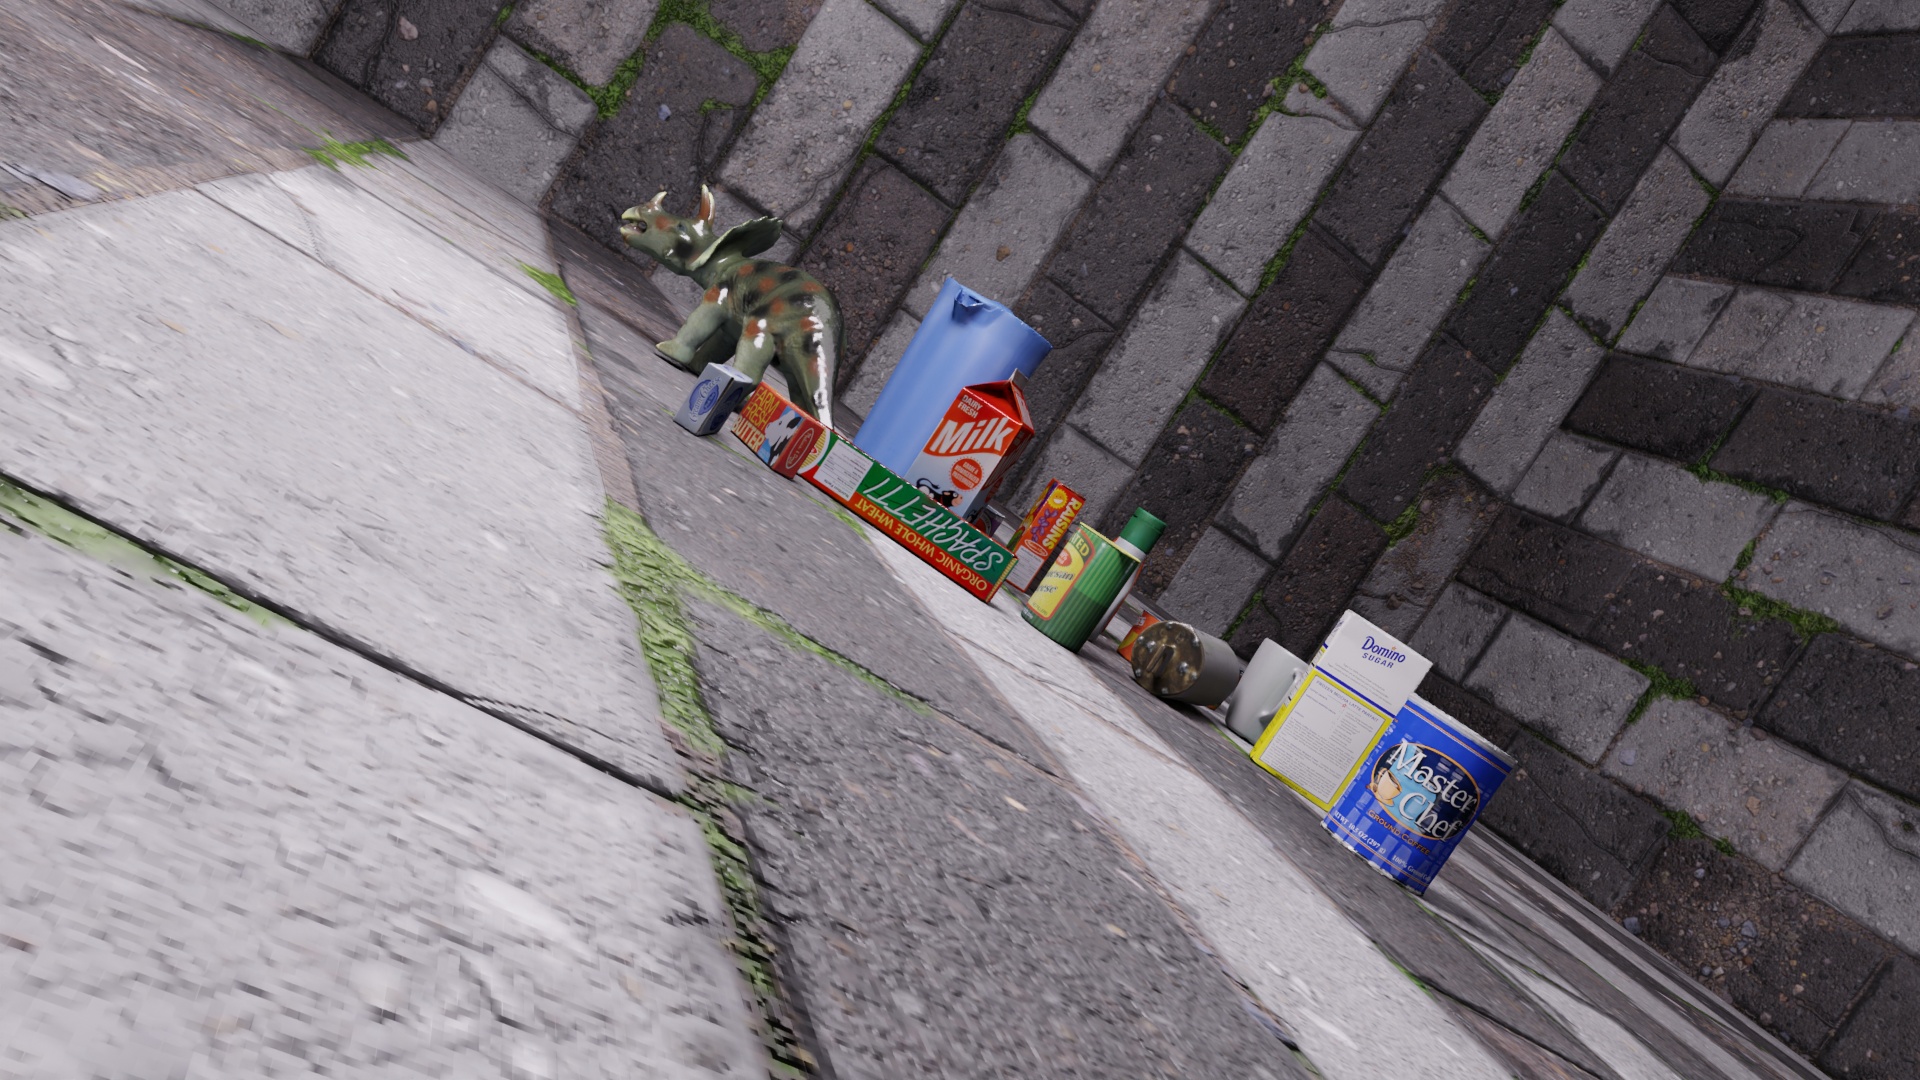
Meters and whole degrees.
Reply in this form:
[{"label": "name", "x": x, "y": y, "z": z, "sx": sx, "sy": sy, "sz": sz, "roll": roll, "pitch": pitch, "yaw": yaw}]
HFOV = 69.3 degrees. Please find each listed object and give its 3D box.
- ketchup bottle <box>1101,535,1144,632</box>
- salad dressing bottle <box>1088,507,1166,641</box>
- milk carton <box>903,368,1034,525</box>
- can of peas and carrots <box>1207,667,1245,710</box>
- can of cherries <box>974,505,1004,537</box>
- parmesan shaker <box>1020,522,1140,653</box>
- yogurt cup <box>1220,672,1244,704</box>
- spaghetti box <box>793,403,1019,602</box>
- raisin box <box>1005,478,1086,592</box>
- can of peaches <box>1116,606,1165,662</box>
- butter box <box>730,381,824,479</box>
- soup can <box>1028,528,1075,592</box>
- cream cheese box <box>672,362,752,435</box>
[{"label": "ketchup bottle", "x": 0.184, "y": 0.034, "z": 1.638, "sx": 0.043, "sy": 0.148, "sz": 0.065, "roll": 31, "pitch": 4, "yaw": -33}, {"label": "salad dressing bottle", "x": 0.162, "y": 0.035, "z": 1.468, "sx": 0.044, "sy": 0.147, "sz": 0.064, "roll": 33, "pitch": 4, "yaw": -12}, {"label": "milk carton", "x": 0.009, "y": -0.084, "z": 1.367, "sx": 0.073, "sy": 0.190, "sz": 0.072, "roll": 35, "pitch": 4, "yaw": 12}, {"label": "can of peas and carrots", "x": 0.290, "y": 0.159, "z": 1.629, "sx": 0.071, "sy": 0.058, "sz": 0.071, "roll": 34, "pitch": 4, "yaw": -2}, {"label": "can of cherries", "x": 0.005, "y": -0.019, "z": 1.502, "sx": 0.071, "sy": 0.058, "sz": 0.071, "roll": 34, "pitch": 4, "yaw": -2}, {"label": "parmesan shaker", "x": 0.110, "y": 0.044, "z": 1.273, "sx": 0.071, "sy": 0.103, "sz": 0.071, "roll": 34, "pitch": 4, "yaw": -2}, {"label": "yogurt cup", "x": 0.306, "y": 0.167, "z": 1.694, "sx": 0.072, "sy": 0.054, "sz": 0.072, "roll": 33, "pitch": 4, "yaw": -2}, {"label": "spaghetti box", "x": -0.063, "y": -0.034, "z": 1.216, "sx": 0.250, "sy": 0.050, "sz": 0.028, "roll": 34, "pitch": 4, "yaw": 8}, {"label": "raisin box", "x": 0.088, "y": -0.007, "z": 1.546, "sx": 0.040, "sy": 0.123, "sz": 0.086, "roll": 34, "pitch": 4, "yaw": -4}, {"label": "can of peaches", "x": 0.214, "y": 0.116, "z": 1.548, "sx": 0.071, "sy": 0.058, "sz": 0.071, "roll": 34, "pitch": 4, "yaw": -2}, {"label": "butter box", "x": -0.157, "y": -0.094, "z": 1.178, "sx": 0.024, "sy": 0.053, "sz": 0.104, "roll": 31, "pitch": 5, "yaw": -37}, {"label": "soup can", "x": 0.119, "y": 0.029, "z": 1.638, "sx": 0.071, "sy": 0.083, "sz": 0.071, "roll": 34, "pitch": 4, "yaw": -2}, {"label": "cream cheese box", "x": -0.192, "y": -0.110, "z": 1.086, "sx": 0.024, "sy": 0.053, "sz": 0.104, "roll": 34, "pitch": 4, "yaw": -4}]
